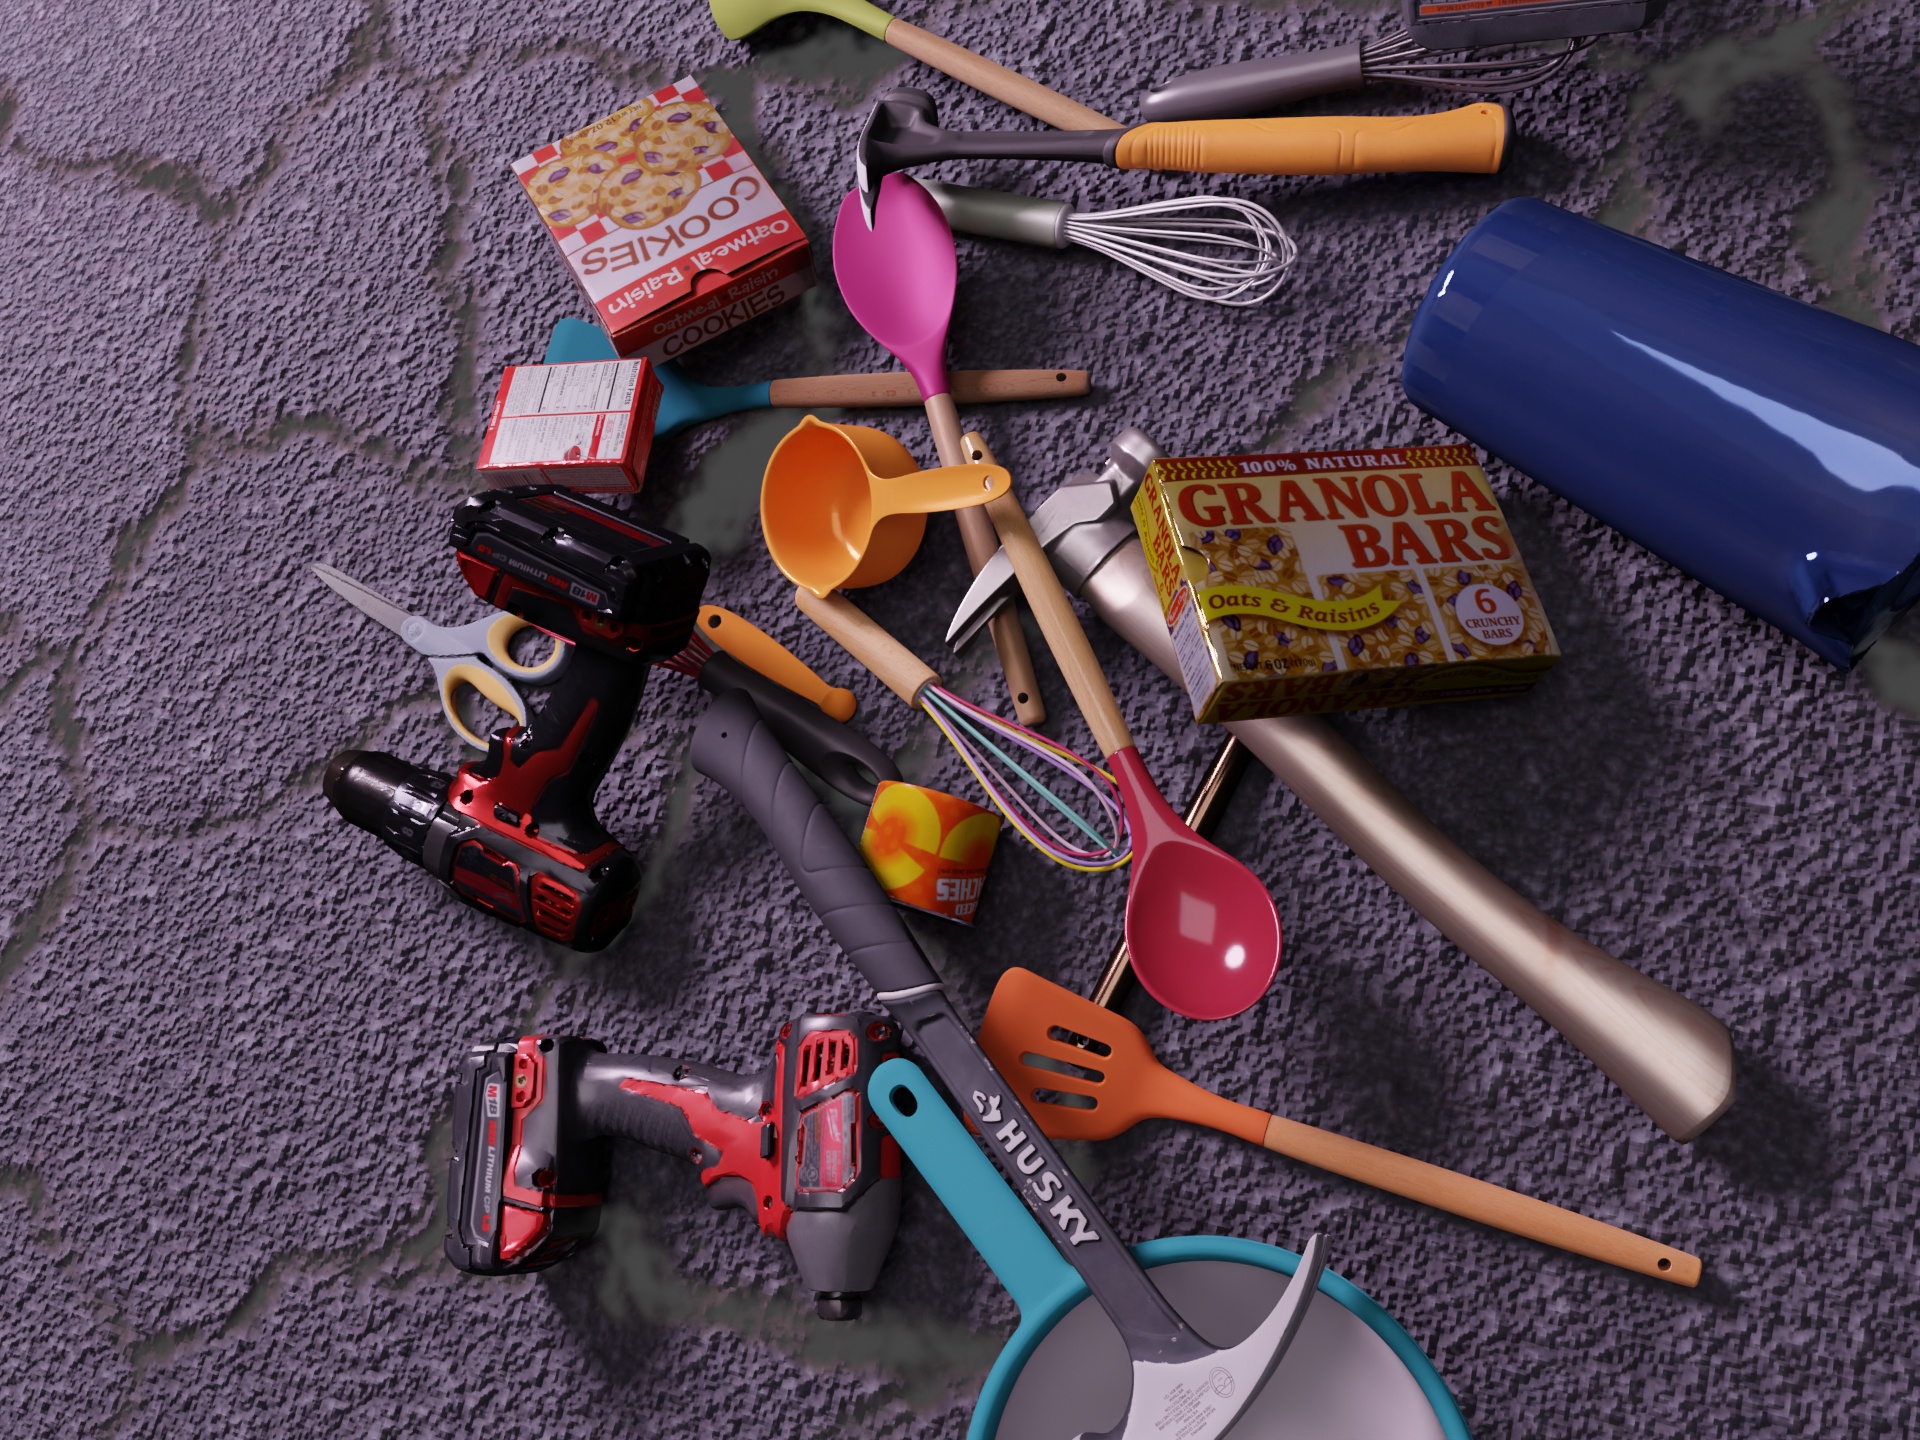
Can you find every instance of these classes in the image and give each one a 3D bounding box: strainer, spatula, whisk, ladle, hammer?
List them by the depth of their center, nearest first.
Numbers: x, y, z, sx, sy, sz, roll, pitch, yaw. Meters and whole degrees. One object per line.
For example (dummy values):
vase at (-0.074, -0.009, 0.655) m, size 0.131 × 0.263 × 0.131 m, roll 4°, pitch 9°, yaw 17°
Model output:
strainer at (0.075, 0.286, 0.693) m, size 0.211 × 0.095 × 0.341 m, roll -42°, pitch 61°, yaw 0°
hammer at (-0.008, 0.132, 0.705) m, size 0.149 × 0.036 × 0.409 m, roll -41°, pitch 61°, yaw 5°
spatula at (0.161, 0.194, 0.714) m, size 0.323 × 0.041 × 0.081 m, roll 14°, pitch 86°, yaw 19°
hammer at (0.172, 0.039, 0.739) m, size 0.146 × 0.038 × 0.411 m, roll -45°, pitch 70°, yaw 0°
ladle at (0.063, -0.007, 0.747) m, size 0.069 × 0.031 × 0.316 m, roll -26°, pitch 70°, yaw 5°
spatula at (0.127, 0.027, 0.782) m, size 0.060 × 0.018 × 0.316 m, roll 25°, pitch 83°, yaw 21°
whisk at (0.000, -0.004, 0.818) m, size 0.245 × 0.051 × 0.047 m, roll 40°, pitch 100°, yaw 28°
hammer at (0.114, -0.297, 0.827) m, size 0.337 × 0.034 × 0.127 m, roll 2°, pitch 40°, yaw 8°
whisk at (0.211, -0.345, 0.843) m, size 0.239 × 0.055 × 0.055 m, roll -3°, pitch 75°, yaw 21°
whisk at (-0.150, -0.038, 0.866) m, size 0.296 × 0.073 × 0.073 m, roll 33°, pitch 87°, yaw 16°
whisk at (0.065, -0.270, 0.872) m, size 0.246 × 0.057 × 0.059 m, roll 18°, pitch 47°, yaw 24°
spatula at (-0.085, -0.188, 0.893) m, size 0.317 × 0.044 × 0.082 m, roll 1°, pitch 71°, yaw 17°
ladle at (-0.016, -0.386, 0.933) m, size 0.320 × 0.062 × 0.078 m, roll 31°, pitch 81°, yaw 15°

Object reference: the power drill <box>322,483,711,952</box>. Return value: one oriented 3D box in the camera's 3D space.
power drill at (-0.238, -0.007, 0.834) m, size 0.188 × 0.080 × 0.226 m, roll 23°, pitch 109°, yaw 14°

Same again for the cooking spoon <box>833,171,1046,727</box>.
cooking spoon at (-0.005, -0.148, 0.849) m, size 0.069 × 0.017 × 0.319 m, roll -19°, pitch 78°, yaw 13°

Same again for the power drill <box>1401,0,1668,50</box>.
power drill at (0.297, -0.417, 0.779) m, size 0.164 × 0.084 × 0.227 m, roll 2°, pitch 46°, yaw 18°

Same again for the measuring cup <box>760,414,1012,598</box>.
measuring cup at (-0.027, -0.114, 0.818) m, size 0.174 × 0.052 × 0.095 m, roll -1°, pitch 95°, yaw 41°

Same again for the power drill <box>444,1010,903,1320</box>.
power drill at (-0.135, 0.219, 0.783) m, size 0.219 × 0.078 × 0.143 m, roll -5°, pitch 75°, yaw 13°

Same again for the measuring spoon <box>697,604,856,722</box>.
measuring spoon at (-0.104, -0.034, 0.874) m, size 0.117 × 0.011 × 0.021 m, roll 33°, pitch 87°, yaw 22°
